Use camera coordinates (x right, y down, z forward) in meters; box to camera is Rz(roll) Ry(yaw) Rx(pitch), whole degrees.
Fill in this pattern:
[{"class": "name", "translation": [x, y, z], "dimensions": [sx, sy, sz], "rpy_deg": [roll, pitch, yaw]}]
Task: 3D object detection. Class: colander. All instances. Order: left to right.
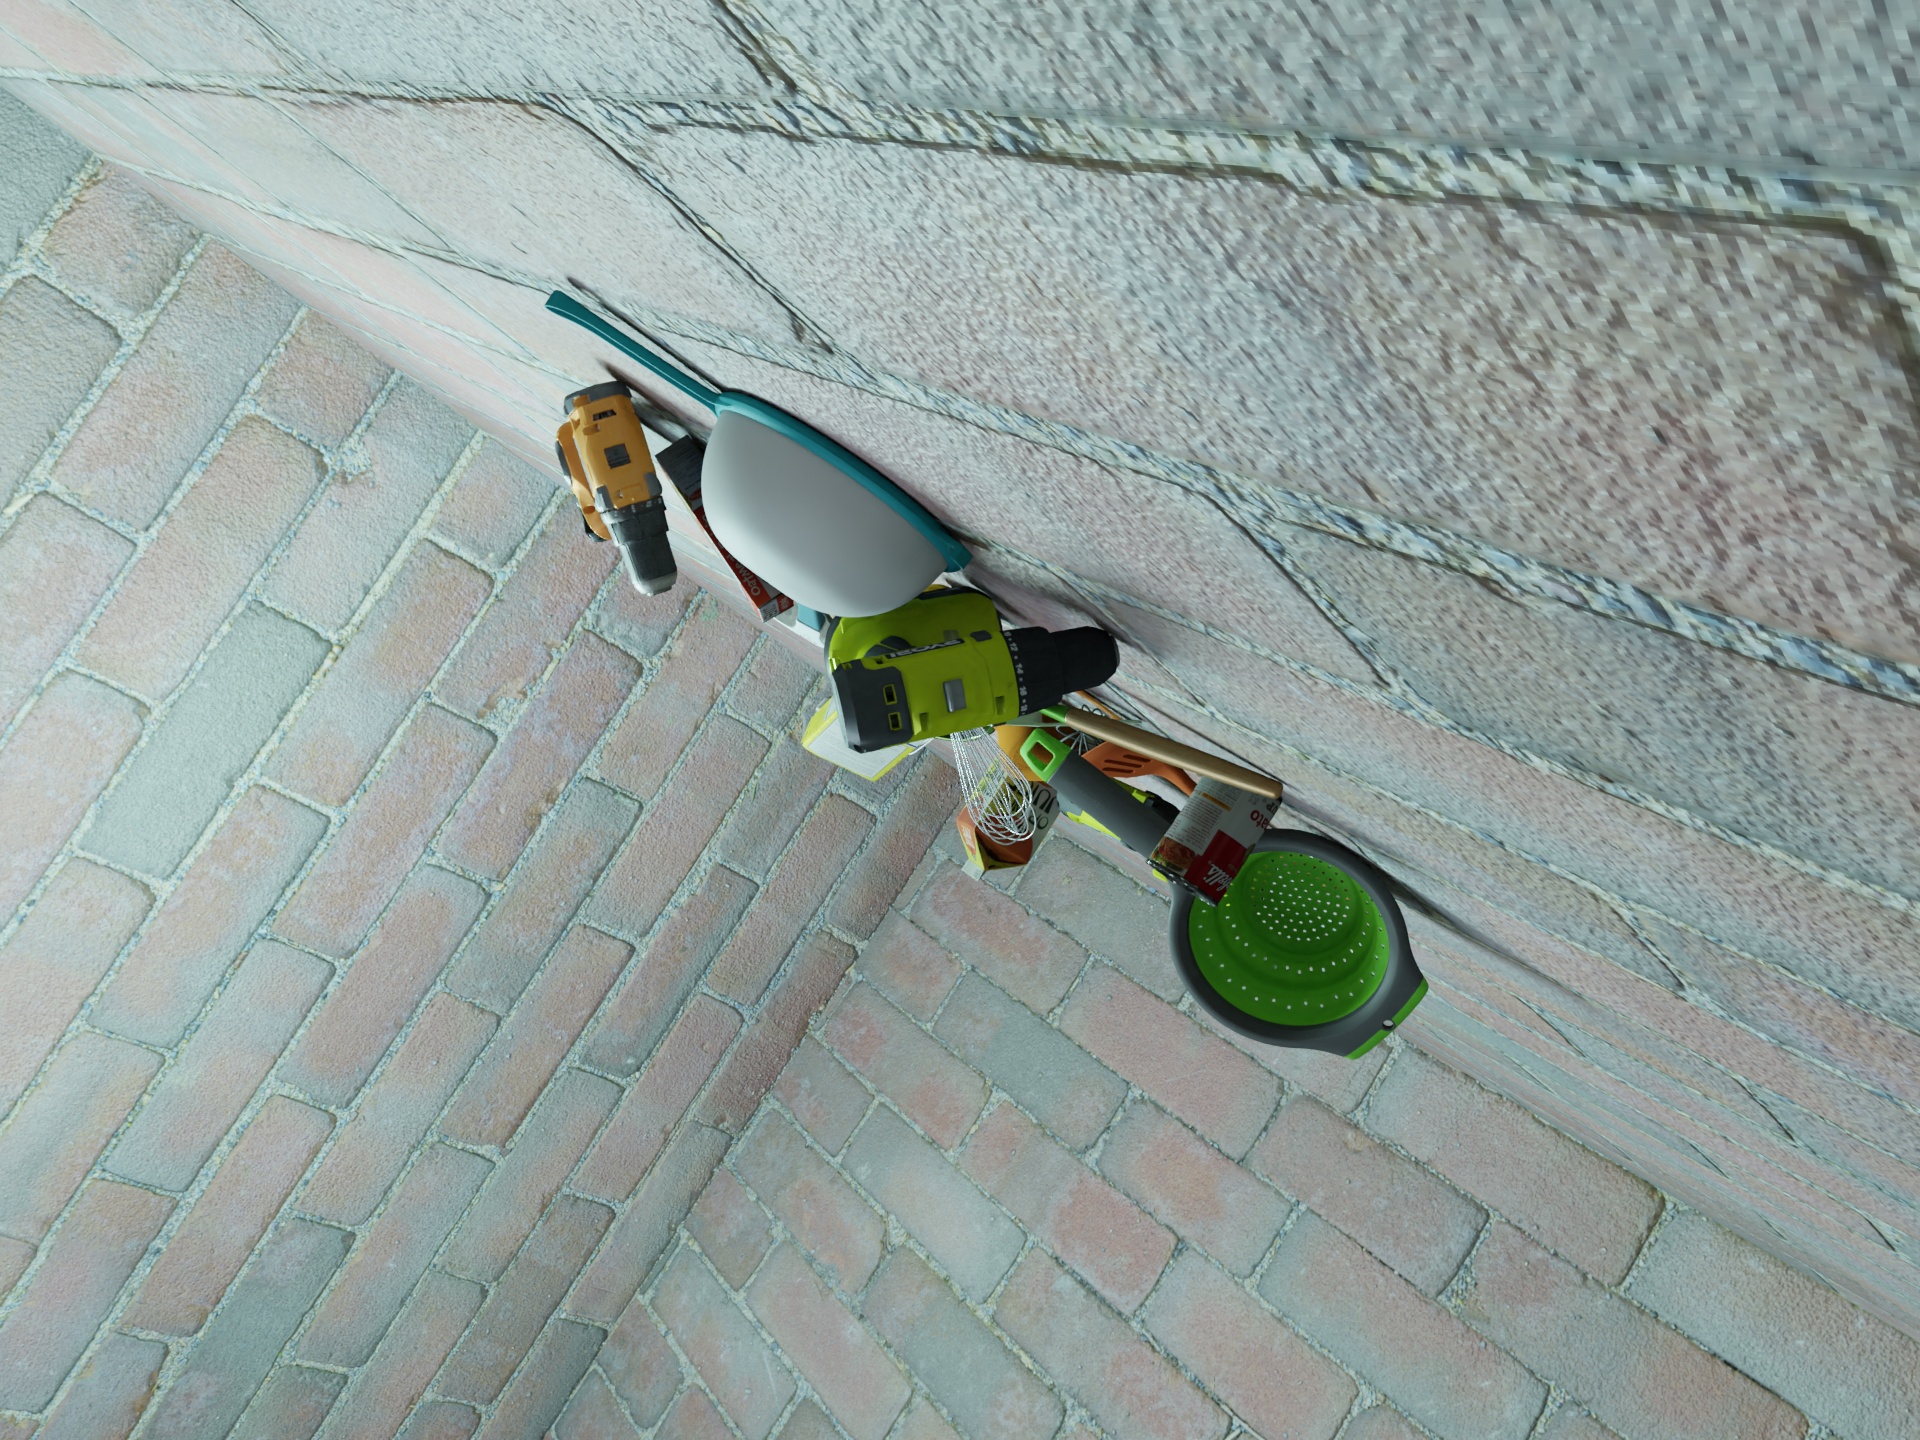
[{"class": "colander", "translation": [0.226, 0.125, 1.394], "dimensions": [0.397, 0.204, 0.094], "rpy_deg": [38, -151, 3]}]

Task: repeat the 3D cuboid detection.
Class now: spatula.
[{"class": "spatula", "translation": [0.244, 0.095, 1.455], "dimensions": [0.322, 0.041, 0.081], "rpy_deg": [32, 142, -18]}]

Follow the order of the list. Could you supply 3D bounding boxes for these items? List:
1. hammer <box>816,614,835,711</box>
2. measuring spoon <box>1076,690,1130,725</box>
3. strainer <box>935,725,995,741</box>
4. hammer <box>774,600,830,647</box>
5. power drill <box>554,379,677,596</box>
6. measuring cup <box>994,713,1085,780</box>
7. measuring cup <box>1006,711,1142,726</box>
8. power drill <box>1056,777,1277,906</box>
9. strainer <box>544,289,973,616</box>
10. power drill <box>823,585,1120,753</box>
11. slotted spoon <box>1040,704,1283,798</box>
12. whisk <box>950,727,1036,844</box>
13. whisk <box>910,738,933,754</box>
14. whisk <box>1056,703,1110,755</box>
[{"class": "hammer", "translation": [-0.109, -0.100, 1.575], "dimensions": [0.031, 0.130, 0.331], "rpy_deg": [38, 166, 14]}, {"class": "measuring spoon", "translation": [0.099, -0.024, 1.399], "dimensions": [0.117, 0.011, 0.021], "rpy_deg": [34, 176, 7]}, {"class": "strainer", "translation": [-0.049, -0.032, 1.652], "dimensions": [0.151, 0.069, 0.256], "rpy_deg": [31, 152, -20]}, {"class": "hammer", "translation": [-0.153, -0.134, 1.601], "dimensions": [0.128, 0.033, 0.331], "rpy_deg": [29, 167, 4]}, {"class": "power drill", "translation": [-0.309, -0.206, 1.452], "dimensions": [0.226, 0.084, 0.185], "rpy_deg": [-161, 52, -74]}, {"class": "measuring cup", "translation": [0.082, 0.015, 1.533], "dimensions": [0.095, 0.052, 0.173], "rpy_deg": [-1, 163, -3]}, {"class": "measuring cup", "translation": [0.076, -0.014, 1.376], "dimensions": [0.167, 0.038, 0.083], "rpy_deg": [1, 179, 22]}, {"class": "power drill", "translation": [0.221, 0.126, 1.619], "dimensions": [0.171, 0.080, 0.223], "rpy_deg": [24, 176, 45]}, {"class": "strainer", "translation": [-0.160, -0.169, 1.121], "dimensions": [0.340, 0.095, 0.211], "rpy_deg": [33, 176, -12]}, {"class": "power drill", "translation": [-0.004, -0.041, 1.132], "dimensions": [0.229, 0.190, 0.080], "rpy_deg": [-136, 35, -74]}, {"class": "slotted spoon", "translation": [0.111, 0.004, 1.271], "dimensions": [0.314, 0.031, 0.070], "rpy_deg": [21, -167, 26]}, {"class": "whisk", "translation": [-0.002, -0.005, 1.505], "dimensions": [0.284, 0.070, 0.070], "rpy_deg": [64, 166, -17]}, {"class": "whisk", "translation": [-0.008, -0.002, 1.758], "dimensions": [0.057, 0.059, 0.246], "rpy_deg": [26, 156, -30]}, {"class": "whisk", "translation": [0.137, 0.028, 1.503], "dimensions": [0.055, 0.055, 0.238], "rpy_deg": [32, 180, 21]}]
